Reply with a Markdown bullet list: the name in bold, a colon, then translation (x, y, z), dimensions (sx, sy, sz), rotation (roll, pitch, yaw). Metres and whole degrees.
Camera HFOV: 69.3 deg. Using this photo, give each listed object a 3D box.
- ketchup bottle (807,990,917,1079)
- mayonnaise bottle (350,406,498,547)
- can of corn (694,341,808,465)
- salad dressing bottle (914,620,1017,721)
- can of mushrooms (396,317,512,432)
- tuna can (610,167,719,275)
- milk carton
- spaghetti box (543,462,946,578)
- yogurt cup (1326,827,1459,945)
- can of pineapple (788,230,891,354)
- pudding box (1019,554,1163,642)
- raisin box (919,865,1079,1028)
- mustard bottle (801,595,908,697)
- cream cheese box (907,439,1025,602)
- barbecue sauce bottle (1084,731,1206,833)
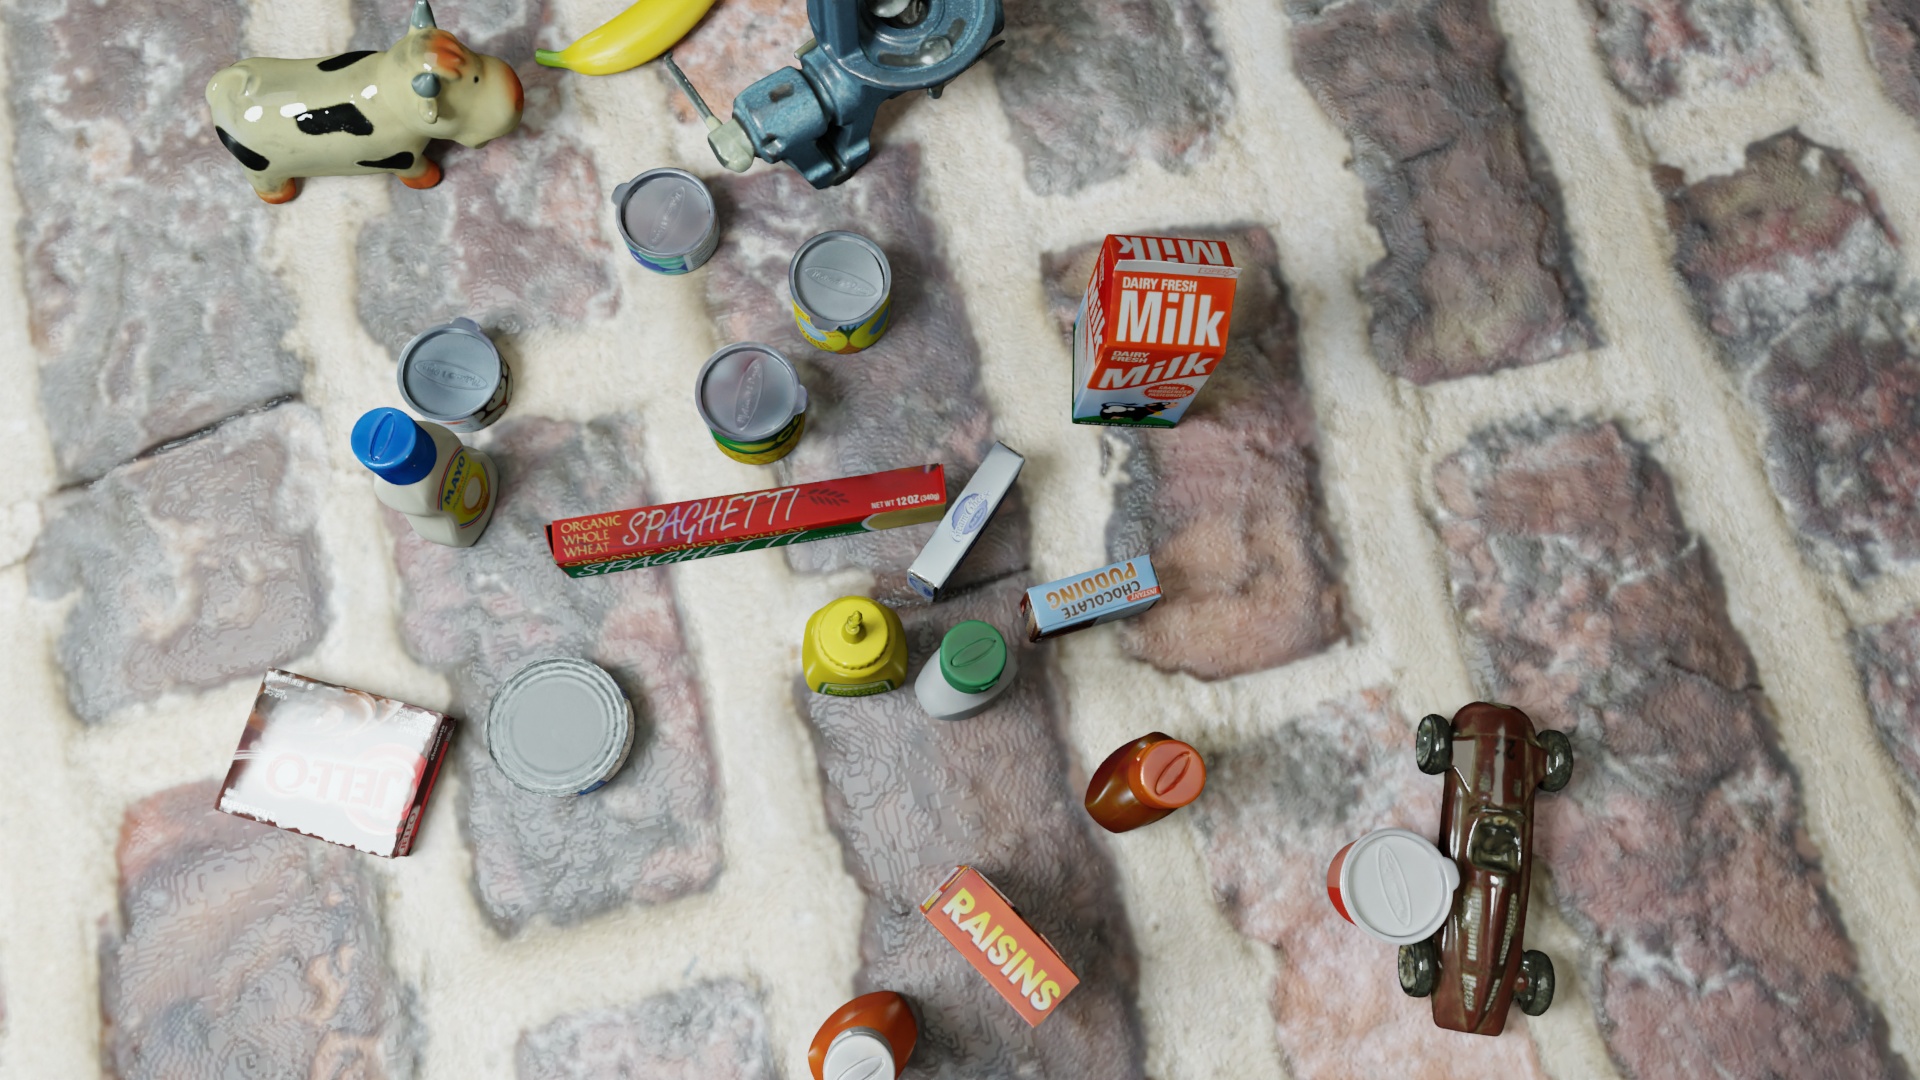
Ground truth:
- **ketchup bottle**: translation (-0.055, 0.283, 0.768), dimensions (0.065, 0.148, 0.043), rotation (-29, 80, -9)
- **mayonnaise bottle**: translation (-0.319, -0.040, 0.832), dimensions (0.041, 0.147, 0.065), rotation (15, 77, 1)
- **can of corn**: translation (-0.132, -0.087, 0.898), dimensions (0.071, 0.058, 0.071), rotation (1, 77, -3)
- **salad dressing bottle**: translation (0.005, 0.076, 0.820), dimensions (0.064, 0.147, 0.044), rotation (-28, 80, -8)
- **can of mushrooms**: translation (-0.328, -0.107, 0.906), dimensions (0.071, 0.033, 0.071), rotation (1, 77, -3)
- **tuna can**: translation (-0.199, -0.216, 0.938), dimensions (0.071, 0.032, 0.071), rotation (1, 77, -3)
- **milk carton**: translation (0.116, -0.131, 0.853), dimensions (0.072, 0.190, 0.073), rotation (3, 77, -2)
- **spaghetti box**: translation (-0.133, -0.012, 0.885), dimensions (0.250, 0.050, 0.029), rotation (-9, 78, -5)
- **yogurt cup**: translation (0.258, 0.211, 0.849), dimensions (0.072, 0.054, 0.072), rotation (1, 77, -3)
- **can of pineapple**: translation (-0.080, -0.162, 0.919), dimensions (0.071, 0.057, 0.071), rotation (1, 77, -3)
- **pudding box**: translation (0.082, 0.038, 0.884), dimensions (0.084, 0.049, 0.030), rotation (-16, 78, -6)
- **raisin box**: translation (0.020, 0.229, 0.797), dimensions (0.040, 0.123, 0.086), rotation (-43, 83, -11)
- **mustard bottle**: translation (-0.063, 0.062, 0.814), dimensions (0.065, 0.160, 0.049), rotation (-3, 77, -3)
- **cream cheese box**: translation (0.003, -0.011, 0.889), dimensions (0.024, 0.053, 0.104), rotation (33, 77, 5)
- **barbecue sauce bottle**: translation (0.109, 0.139, 0.810), dimensions (0.044, 0.148, 0.065), rotation (41, 79, 6)
